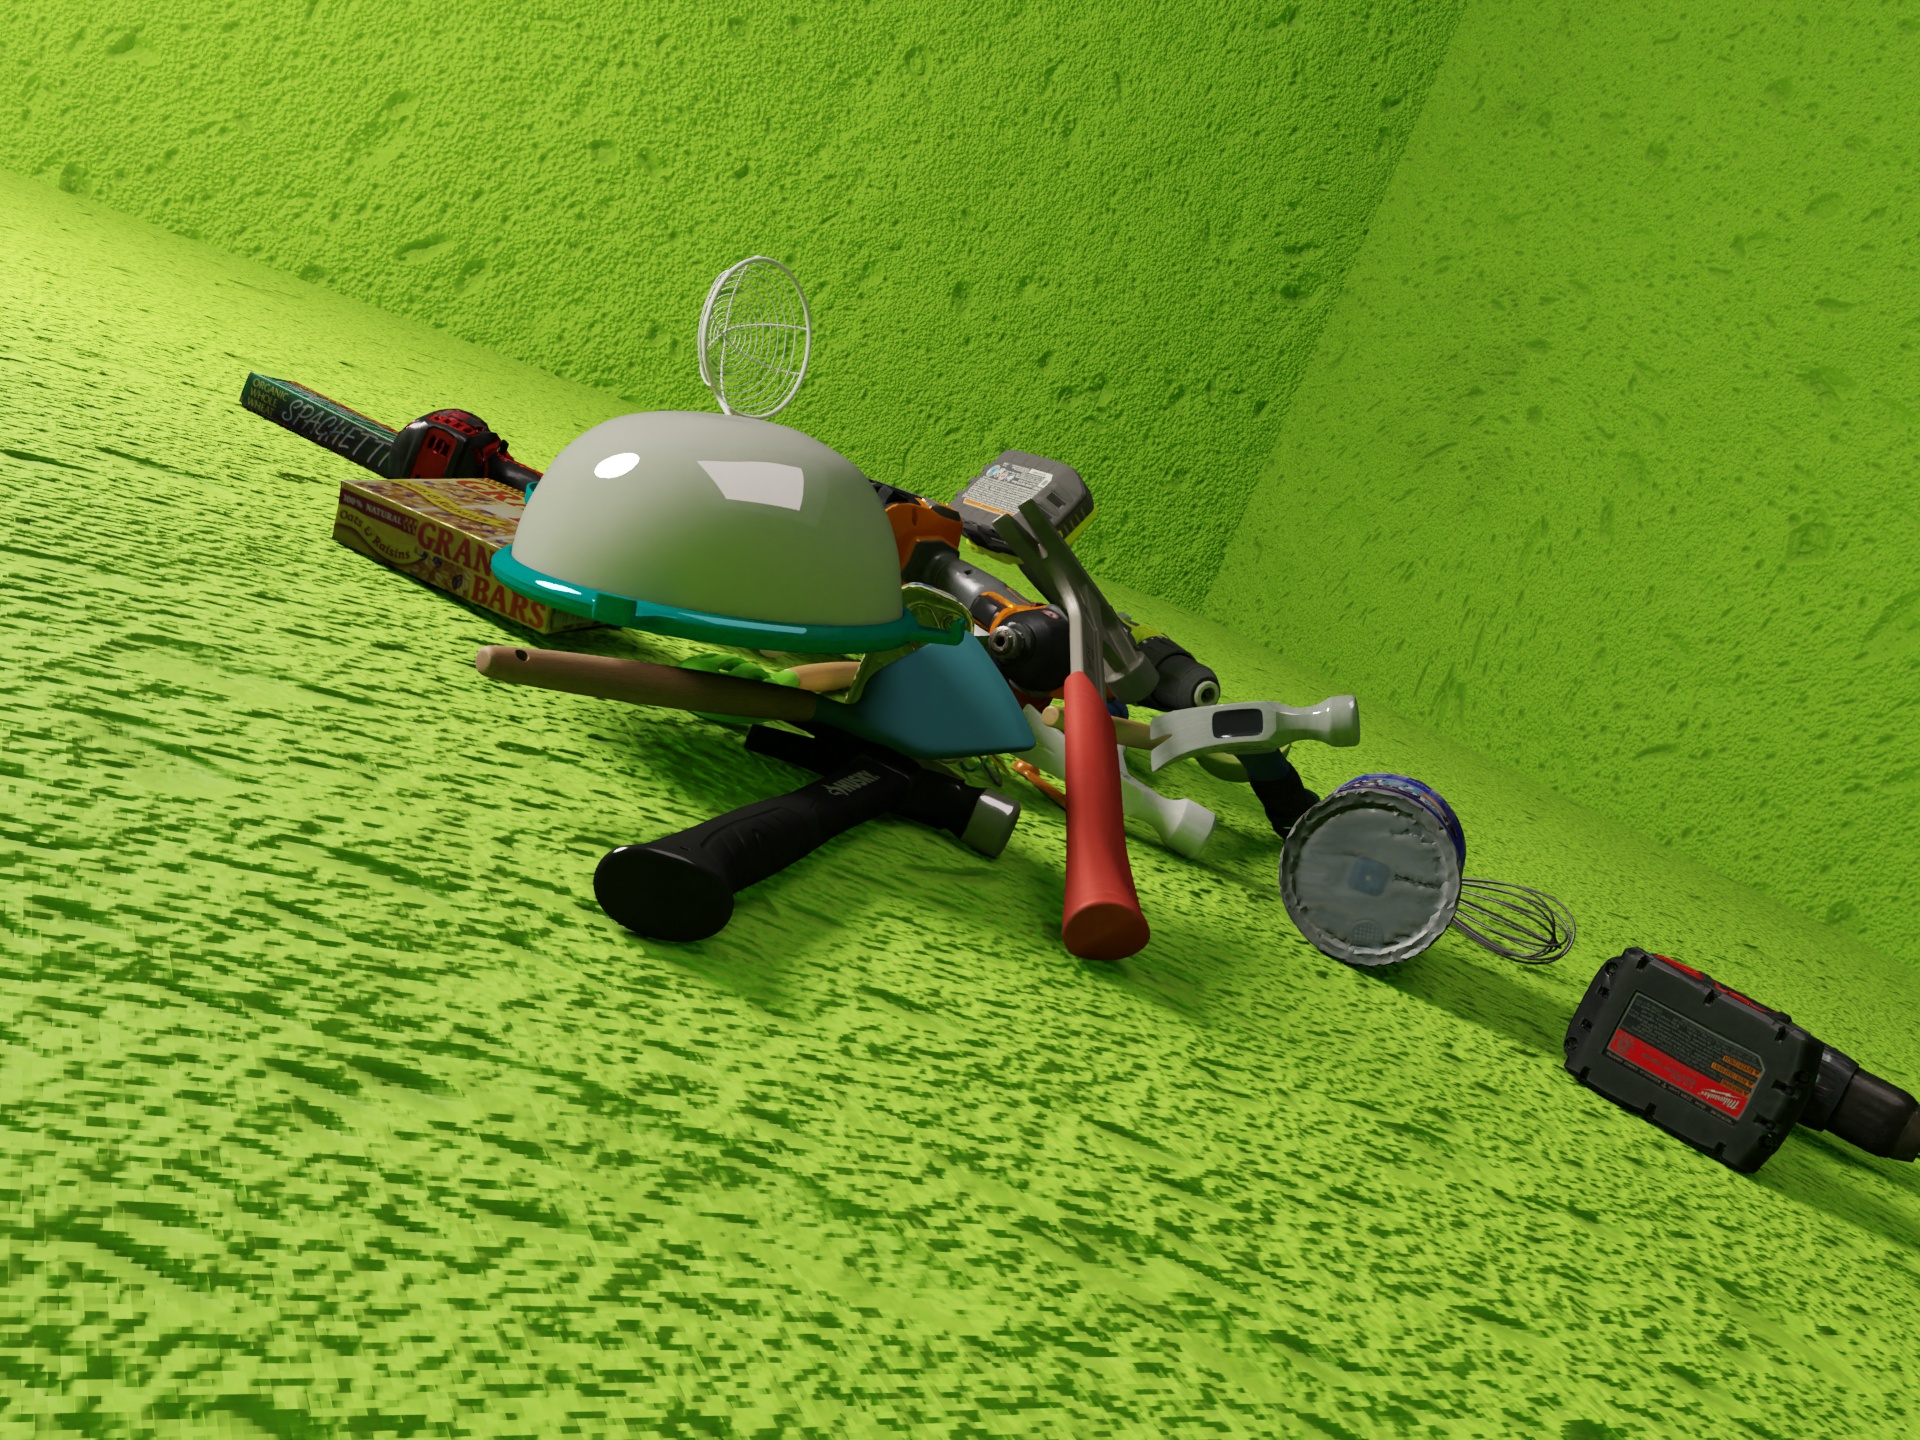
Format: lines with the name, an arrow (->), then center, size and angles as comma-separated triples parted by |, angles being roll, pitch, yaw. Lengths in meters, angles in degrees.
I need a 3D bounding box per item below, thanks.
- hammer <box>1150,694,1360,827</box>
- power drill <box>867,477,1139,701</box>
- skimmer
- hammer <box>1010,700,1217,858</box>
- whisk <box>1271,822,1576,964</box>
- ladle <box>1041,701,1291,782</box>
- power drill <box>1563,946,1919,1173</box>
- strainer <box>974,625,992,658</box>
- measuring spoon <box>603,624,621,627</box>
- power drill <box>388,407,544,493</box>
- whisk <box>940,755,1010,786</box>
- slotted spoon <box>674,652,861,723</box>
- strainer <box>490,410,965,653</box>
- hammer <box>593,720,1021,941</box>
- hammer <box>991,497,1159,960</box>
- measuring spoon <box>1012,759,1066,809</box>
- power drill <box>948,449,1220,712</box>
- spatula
hammer -> 0.209, 0.034, 1.069 | 0.128, 0.033, 0.330 | -3, -13, 16
power drill -> 0.005, -0.088, 1.126 | 0.227, 0.084, 0.164 | 35, 14, 26
skimmer -> -0.139, -0.203, 1.201 | 0.127, 0.090, 0.364 | 51, 19, -51
hammer -> 0.109, 0.015, 1.206 | 0.144, 0.035, 0.405 | 30, 9, 0
whisk -> 0.337, 0.116, 1.179 | 0.239, 0.055, 0.055 | 24, 9, 31
ladle -> 0.144, 0.003, 1.097 | 0.078, 0.062, 0.320 | 23, 7, 33
power drill -> 0.458, 0.201, 0.919 | 0.188, 0.080, 0.226 | 29, 9, 32
strainer -> -0.059, -0.099, 1.308 | 0.151, 0.069, 0.257 | -2, 31, -37
measuring spoon -> -0.234, -0.070, 0.958 | 0.042, 0.021, 0.128 | 23, 9, 4
power drill -> -0.275, -0.149, 1.100 | 0.219, 0.078, 0.143 | 23, 9, -13
whisk -> -0.003, -0.005, 1.079 | 0.047, 0.051, 0.245 | 15, 8, -13
slotted spoon -> -0.103, -0.027, 1.016 | 0.070, 0.031, 0.313 | 24, 9, 11
strainer -> -0.154, -0.121, 0.833 | 0.211, 0.095, 0.341 | 1, 17, -36
hammer -> -0.074, 0.041, 0.694 | 0.146, 0.035, 0.335 | 25, 10, 10
hammer -> 0.065, 0.002, 0.858 | 0.149, 0.036, 0.359 | 51, 20, -21
measuring spoon -> 0.068, 0.047, 1.037 | 0.021, 0.011, 0.117 | 16, 11, -33
power drill -> 0.103, -0.098, 1.267 | 0.228, 0.080, 0.191 | 51, -11, -31
spatula -> -0.084, -0.017, 0.742 | 0.317, 0.044, 0.082 | 7, 47, -52
